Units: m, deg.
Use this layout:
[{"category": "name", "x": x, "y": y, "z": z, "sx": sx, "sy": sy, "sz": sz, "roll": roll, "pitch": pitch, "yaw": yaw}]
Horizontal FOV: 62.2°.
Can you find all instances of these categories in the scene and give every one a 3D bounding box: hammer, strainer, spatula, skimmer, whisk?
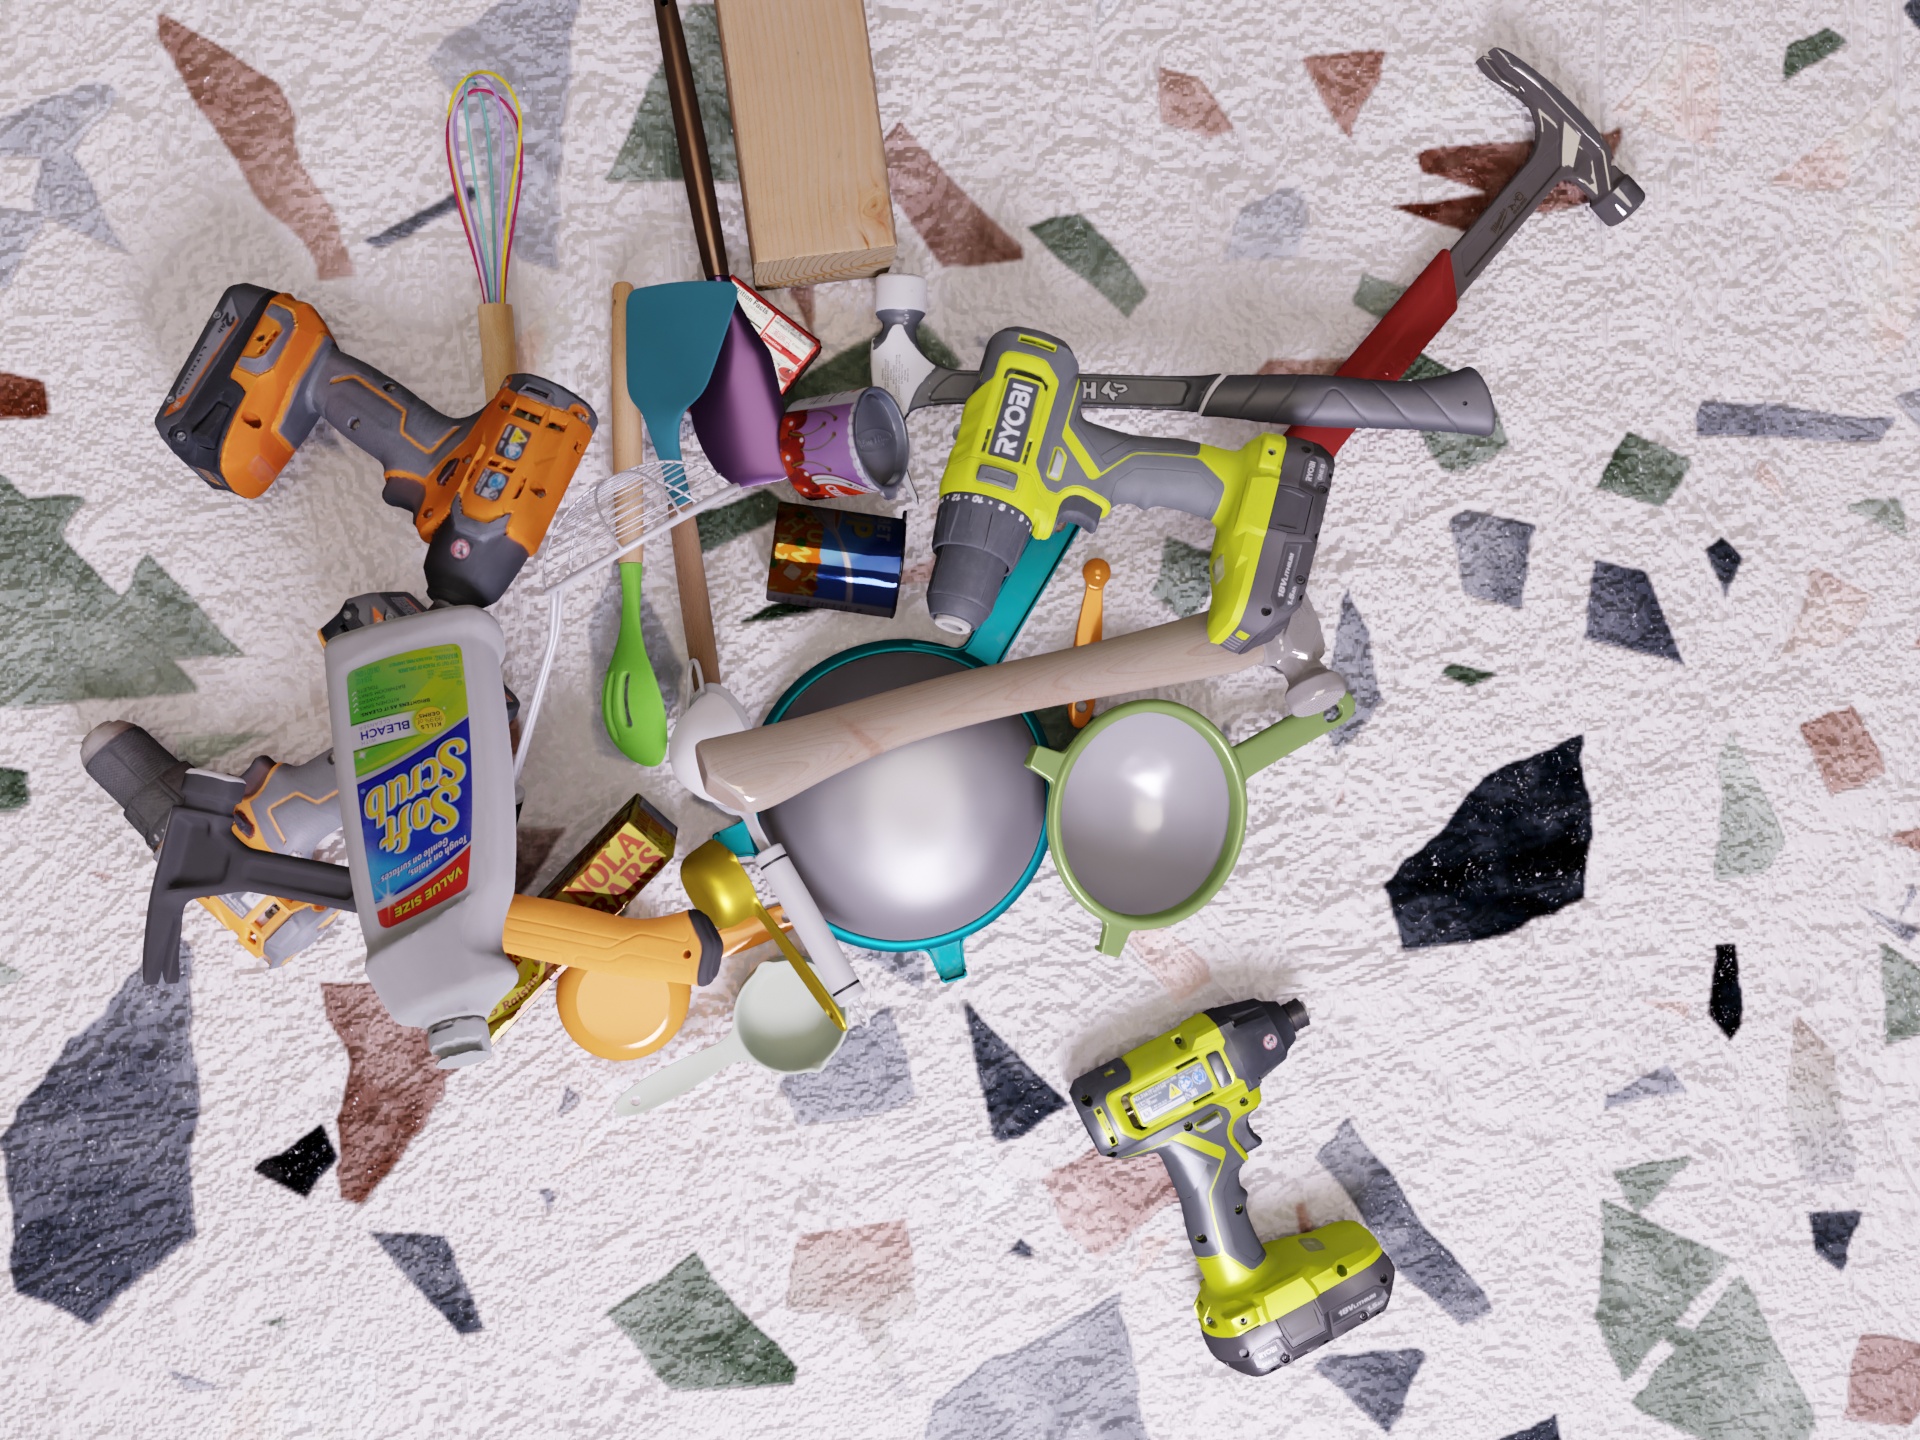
[{"category": "hammer", "x": -0.303, "y": 0.116, "z": 0.917, "sx": 0.337, "sy": 0.034, "sz": 0.127, "roll": 9, "pitch": 82, "yaw": 6}, {"category": "strainer", "x": 0.155, "y": 0.038, "z": 1.078, "sx": 0.256, "sy": 0.069, "sz": 0.151, "roll": -27, "pitch": 103, "yaw": -23}, {"category": "hammer", "x": 0.035, "y": -0.029, "z": 0.989, "sx": 0.410, "sy": 0.038, "sz": 0.146, "roll": -14, "pitch": 69, "yaw": -18}, {"category": "strainer", "x": -0.002, "y": -0.003, "z": 1.031, "sx": 0.211, "sy": 0.095, "sz": 0.340, "roll": 30, "pitch": 89, "yaw": -7}, {"category": "strainer", "x": -0.123, "y": 0.078, "z": 0.990, "sx": 0.050, "sy": 0.087, "sz": 0.258, "roll": -25, "pitch": 81, "yaw": -39}, {"category": "spatula", "x": -0.160, "y": -0.305, "z": 1.004, "sx": 0.060, "sy": 0.018, "sz": 0.316, "roll": -10, "pitch": 94, "yaw": 1}, {"category": "hammer", "x": 0.144, "y": -0.209, "z": 1.043, "sx": 0.409, "sy": 0.036, "sz": 0.149, "roll": 3, "pitch": 95, "yaw": 1}, {"category": "hammer", "x": 0.303, "y": -0.279, "z": 1.084, "sx": 0.149, "sy": 0.037, "sz": 0.359, "roll": 41, "pitch": 87, "yaw": -7}, {"category": "spatula", "x": -0.168, "y": -0.116, "z": 1.018, "sx": 0.082, "sy": 0.044, "sz": 0.317, "roll": 3, "pitch": 109, "yaw": 24}, {"category": "skimmer", "x": -0.234, "y": 0.005, "z": 0.971, "sx": 0.090, "sy": 0.127, "sz": 0.363, "roll": 23, "pitch": 111, "yaw": 3}, {"category": "whisk", "x": -0.294, "y": -0.286, "z": 1.008, "sx": 0.047, "sy": 0.051, "sz": 0.245, "roll": -5, "pitch": 97, "yaw": -13}]

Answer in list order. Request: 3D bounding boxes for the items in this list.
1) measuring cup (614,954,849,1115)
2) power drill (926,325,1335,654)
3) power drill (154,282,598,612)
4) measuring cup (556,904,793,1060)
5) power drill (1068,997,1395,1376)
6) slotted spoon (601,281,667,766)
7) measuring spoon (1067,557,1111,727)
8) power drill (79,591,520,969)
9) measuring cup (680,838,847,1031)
[{"category": "measuring cup", "x": -0.152, "y": 0.214, "z": 1.056, "sx": 0.167, "sy": 0.038, "sz": 0.083, "roll": -28, "pitch": 96, "yaw": -3}, {"category": "power drill", "x": 0.098, "y": -0.122, "z": 0.979, "sx": 0.228, "sy": 0.080, "sz": 0.191, "roll": 16, "pitch": 77, "yaw": -1}, {"category": "power drill", "x": -0.354, "y": -0.155, "z": 0.958, "sx": 0.226, "sy": 0.084, "sz": 0.164, "roll": 21, "pitch": 76, "yaw": 3}, {"category": "measuring cup", "x": -0.180, "y": 0.161, "z": 1.040, "sx": 0.173, "sy": 0.052, "sz": 0.095, "roll": -22, "pitch": 96, "yaw": -7}, {"category": "power drill", "x": 0.196, "y": 0.310, "z": 1.086, "sx": 0.171, "sy": 0.080, "sz": 0.223, "roll": -26, "pitch": 93, "yaw": -5}, {"category": "slotted spoon", "x": -0.215, "y": -0.127, "z": 1.025, "sx": 0.031, "sy": 0.070, "sz": 0.314, "roll": 0, "pitch": 87, "yaw": -39}, {"category": "measuring spoon", "x": 0.088, "y": -0.053, "z": 1.082, "sx": 0.021, "sy": 0.011, "sz": 0.117, "roll": 6, "pitch": 93, "yaw": -7}, {"category": "power drill", "x": -0.415, "y": 0.017, "z": 0.993, "sx": 0.226, "sy": 0.084, "sz": 0.185, "roll": -45, "pitch": 95, "yaw": 2}, {"category": "measuring cup", "x": -0.127, "y": 0.142, "z": 1.008, "sx": 0.029, "sy": 0.062, "sz": 0.157, "roll": -30, "pitch": 66, "yaw": -26}]
